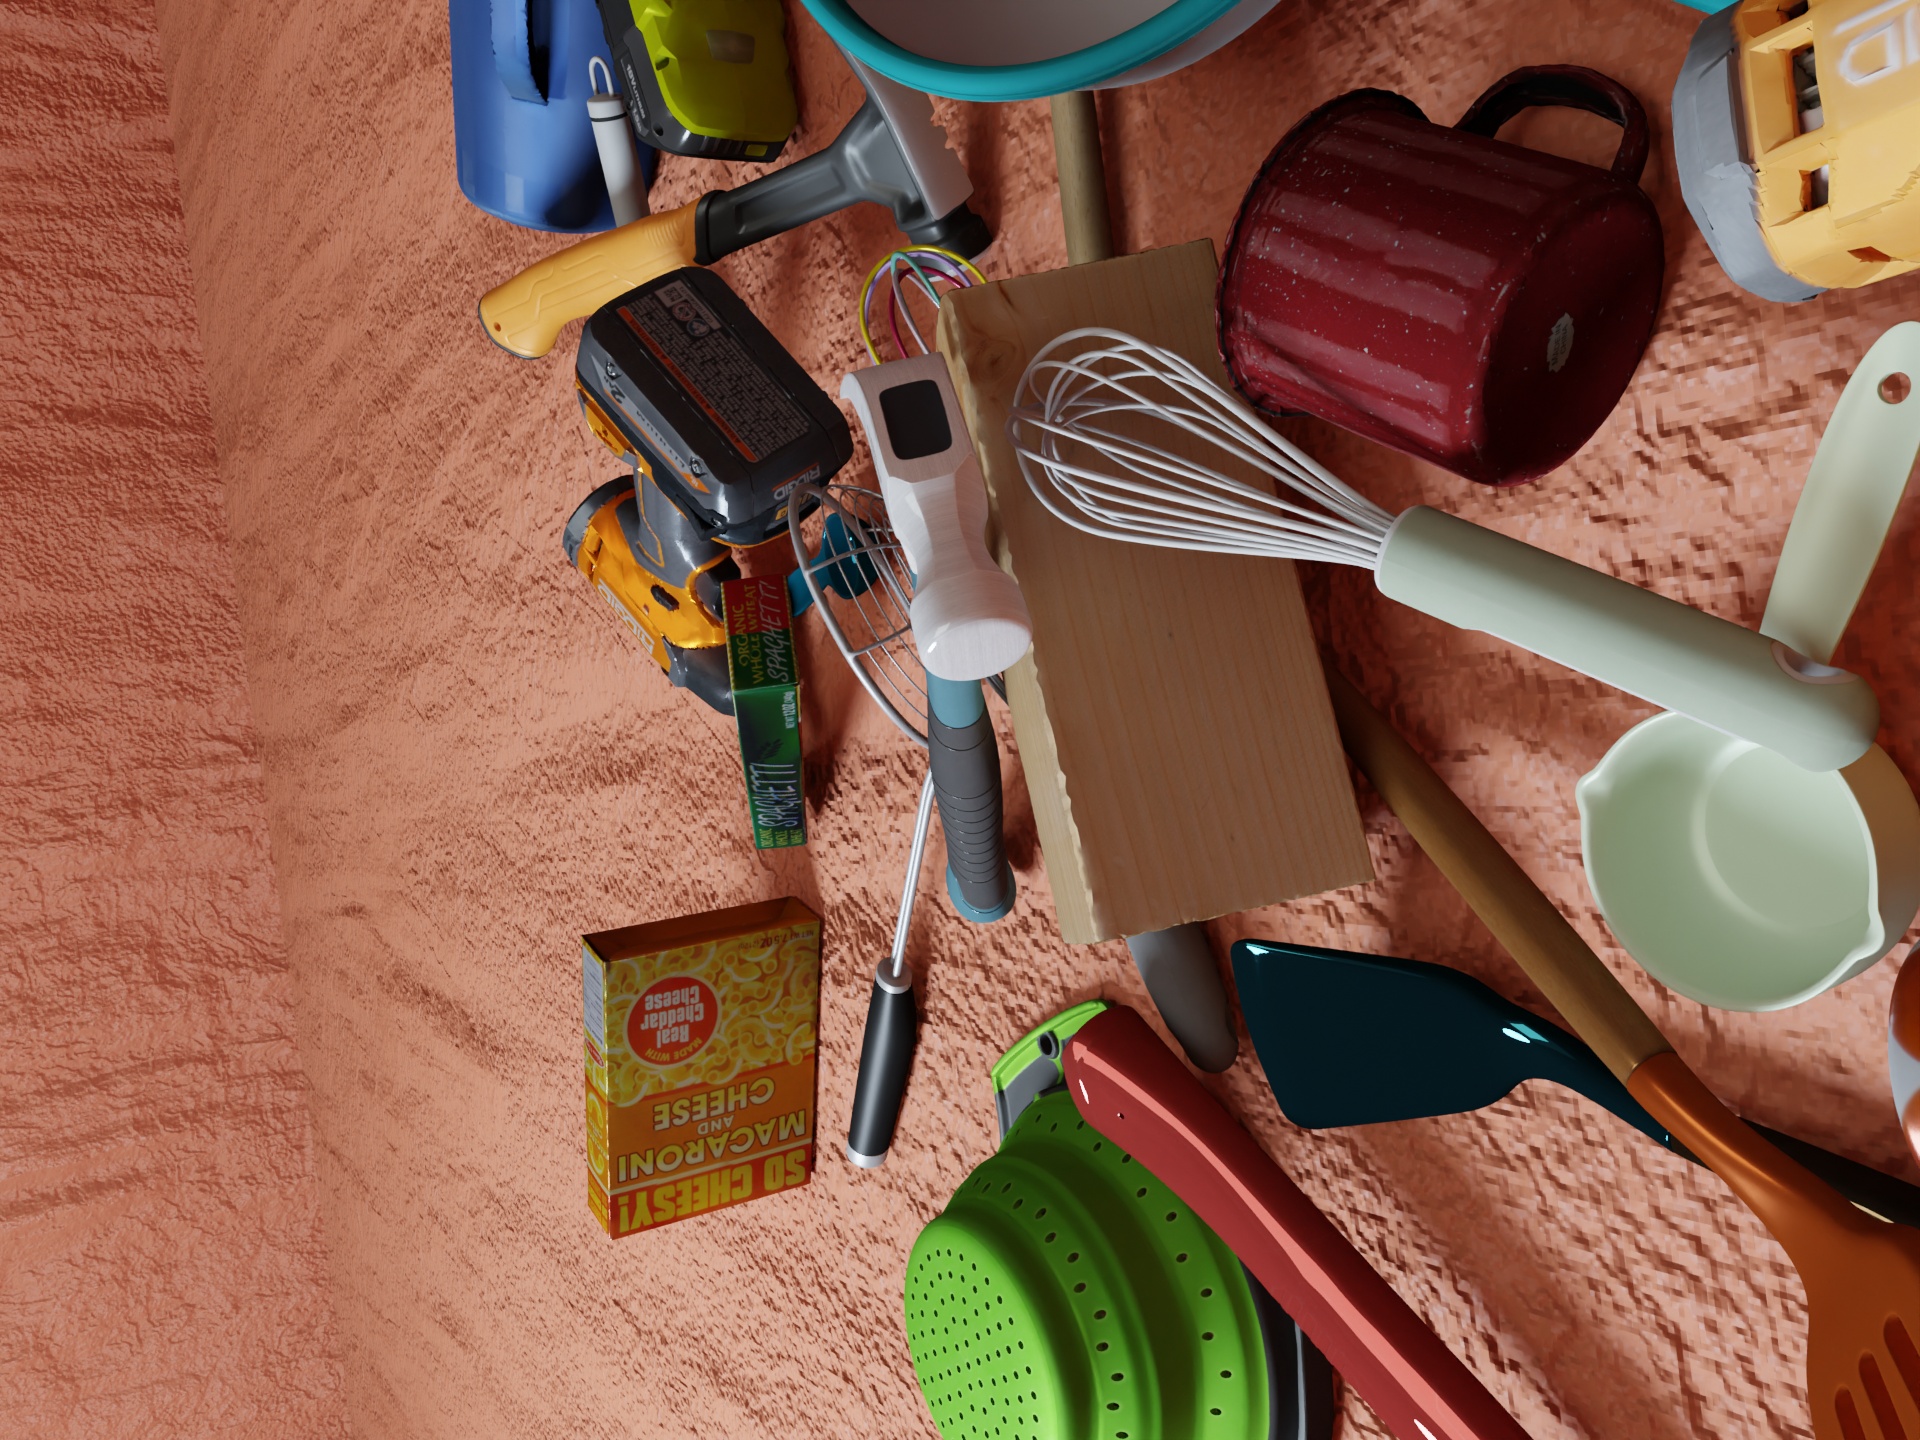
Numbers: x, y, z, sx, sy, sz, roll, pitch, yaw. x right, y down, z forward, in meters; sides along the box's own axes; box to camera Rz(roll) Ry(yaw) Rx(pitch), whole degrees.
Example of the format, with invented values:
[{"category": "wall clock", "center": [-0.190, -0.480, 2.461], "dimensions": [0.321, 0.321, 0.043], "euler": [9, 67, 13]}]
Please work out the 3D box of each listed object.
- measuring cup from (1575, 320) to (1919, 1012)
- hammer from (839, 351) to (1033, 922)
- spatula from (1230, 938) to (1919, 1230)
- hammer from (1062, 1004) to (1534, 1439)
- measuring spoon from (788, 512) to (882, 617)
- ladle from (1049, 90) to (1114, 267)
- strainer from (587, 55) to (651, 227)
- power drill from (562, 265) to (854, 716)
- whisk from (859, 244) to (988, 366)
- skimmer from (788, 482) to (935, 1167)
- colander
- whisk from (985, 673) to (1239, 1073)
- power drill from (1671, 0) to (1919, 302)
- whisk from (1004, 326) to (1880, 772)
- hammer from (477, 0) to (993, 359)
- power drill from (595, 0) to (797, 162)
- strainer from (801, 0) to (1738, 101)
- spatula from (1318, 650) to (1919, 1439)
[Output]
[{"category": "measuring cup", "center": [0.205, -0.010, 0.380], "dimensions": [0.083, 0.038, 0.167], "euler": [35, 123, 48]}, {"category": "hammer", "center": [-0.001, -0.002, 0.562], "dimensions": [0.330, 0.033, 0.128], "euler": [83, 173, -62]}, {"category": "spatula", "center": [0.203, 0.122, 0.405], "dimensions": [0.318, 0.044, 0.082], "euler": [18, 136, 52]}, {"category": "hammer", "center": [0.156, 0.212, 0.481], "dimensions": [0.359, 0.036, 0.149], "euler": [45, 133, 36]}, {"category": "measuring spoon", "center": [-0.066, -0.073, 0.805], "dimensions": [0.128, 0.021, 0.042], "euler": [-23, 80, 66]}, {"category": "ladle", "center": [0.029, -0.230, 0.585], "dimensions": [0.078, 0.062, 0.320], "euler": [-140, 42, -81]}, {"category": "strainer", "center": [-0.158, -0.215, 0.840], "dimensions": [0.087, 0.050, 0.258], "euler": [27, 137, 41]}, {"category": "power drill", "center": [-0.122, -0.091, 0.779], "dimensions": [0.164, 0.084, 0.226], "euler": [49, 152, 10]}, {"category": "whisk", "center": [0.034, -0.080, 0.597], "dimensions": [0.245, 0.047, 0.051], "euler": [60, 156, 11]}, {"category": "skimmer", "center": [-0.052, 0.068, 0.742], "dimensions": [0.127, 0.090, 0.363], "euler": [-93, 11, -60]}, {"category": "colander", "center": [0.071, 0.311, 0.602], "dimensions": [0.204, 0.094, 0.397], "euler": [-48, 57, 50]}, {"category": "whisk", "center": [0.052, 0.022, 0.614], "dimensions": [0.055, 0.055, 0.239], "euler": [-42, 66, 52]}, {"category": "power drill", "center": [0.209, -0.206, 0.268], "dimensions": [0.185, 0.084, 0.226], "euler": [-11, 81, 56]}, {"category": "whisk", "center": [0.107, -0.046, 0.410], "dimensions": [0.246, 0.058, 0.059], "euler": [30, 121, 33]}, {"category": "hammer", "center": [-0.135, -0.232, 0.745], "dimensions": [0.337, 0.034, 0.127], "euler": [-4, 125, 45]}, {"category": "power drill", "center": [-0.076, -0.349, 0.700], "dimensions": [0.228, 0.080, 0.191], "euler": [-30, 74, 53]}, {"category": "strainer", "center": [0.095, -0.247, 0.456], "dimensions": [0.341, 0.095, 0.211], "euler": [34, 104, 25]}, {"category": "spatula", "center": [0.155, 0.073, 0.408], "dimensions": [0.323, 0.041, 0.081], "euler": [-118, 27, -50]}]
